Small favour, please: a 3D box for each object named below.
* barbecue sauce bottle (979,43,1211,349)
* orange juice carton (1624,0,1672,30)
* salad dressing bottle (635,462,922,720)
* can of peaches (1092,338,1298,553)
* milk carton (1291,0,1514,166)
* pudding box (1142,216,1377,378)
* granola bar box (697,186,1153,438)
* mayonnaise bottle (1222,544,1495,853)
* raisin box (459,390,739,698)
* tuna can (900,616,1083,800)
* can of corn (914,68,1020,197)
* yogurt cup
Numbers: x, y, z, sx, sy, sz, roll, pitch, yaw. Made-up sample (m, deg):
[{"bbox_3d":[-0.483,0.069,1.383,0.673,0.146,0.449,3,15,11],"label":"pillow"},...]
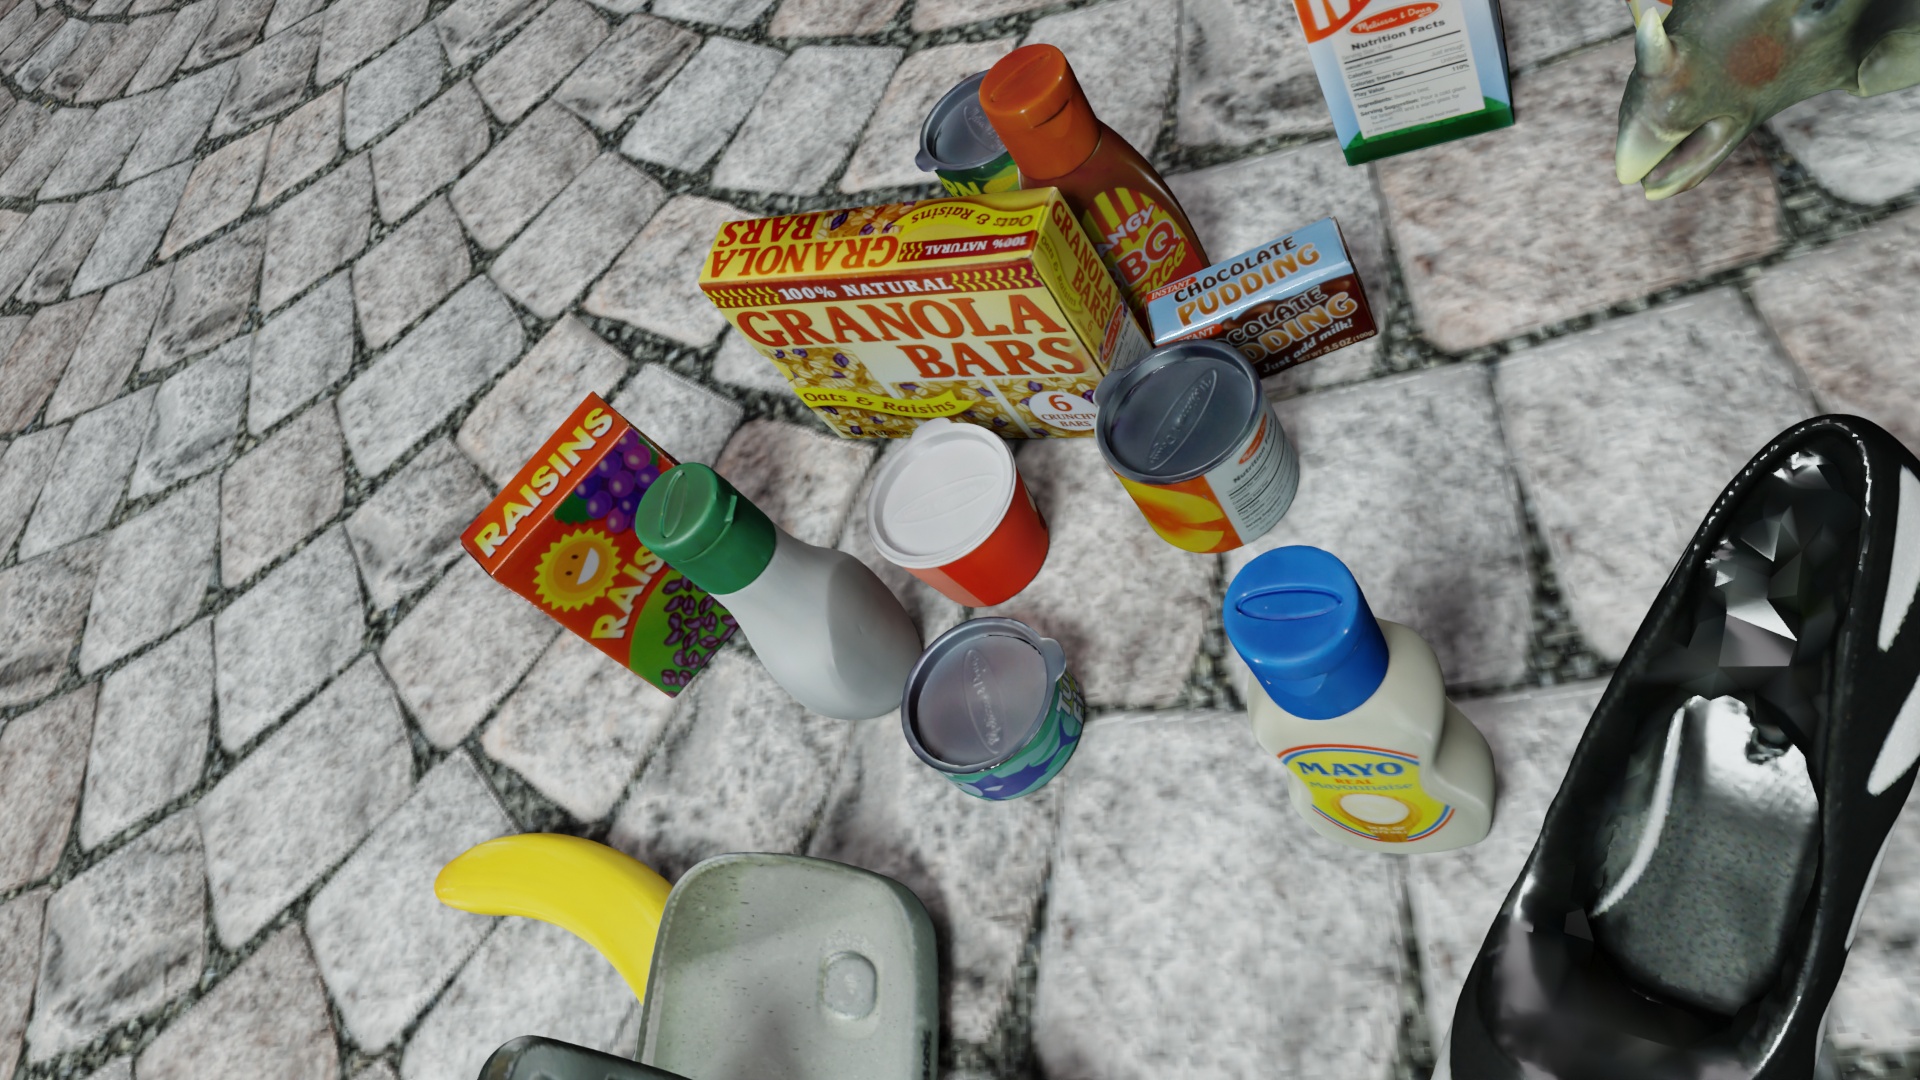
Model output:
[{"bbox_3d":[0.055,-0.139,0.576,0.065,0.148,0.044,-39,49,4],"label":"barbecue sauce bottle"},{"bbox_3d":[0.275,-0.293,0.519,0.073,0.192,0.072,-15,54,22],"label":"orange juice carton"},{"bbox_3d":[-0.068,0.022,0.544,0.044,0.147,0.064,-9,56,26],"label":"salad dressing bottle"},{"bbox_3d":[0.092,-0.037,0.548,0.071,0.058,0.071,-15,54,22],"label":"can of peaches"},{"bbox_3d":[0.167,-0.248,0.554,0.073,0.190,0.072,-9,57,26],"label":"milk carton"},{"bbox_3d":[0.123,-0.094,0.572,0.083,0.049,0.030,-20,52,18],"label":"pudding box"},{"bbox_3d":[-0.012,-0.091,0.601,0.165,0.124,0.039,2,62,32],"label":"granola bar box"},{"bbox_3d":[0.117,0.052,0.415,0.064,0.147,0.041,-5,59,28],"label":"mayonnaise bottle"},{"bbox_3d":[-0.145,0.005,0.617,0.086,0.123,0.040,-49,49,-5],"label":"raisin box"},{"bbox_3d":[0.015,0.065,0.543,0.071,0.032,0.071,-15,54,22],"label":"tuna can"},{"bbox_3d":[0.020,-0.188,0.689,0.071,0.058,0.071,-15,54,22],"label":"can of corn"},{"bbox_3d":[0.002,-0.007,0.584,0.072,0.053,0.073,-15,54,22],"label":"yogurt cup"}]
